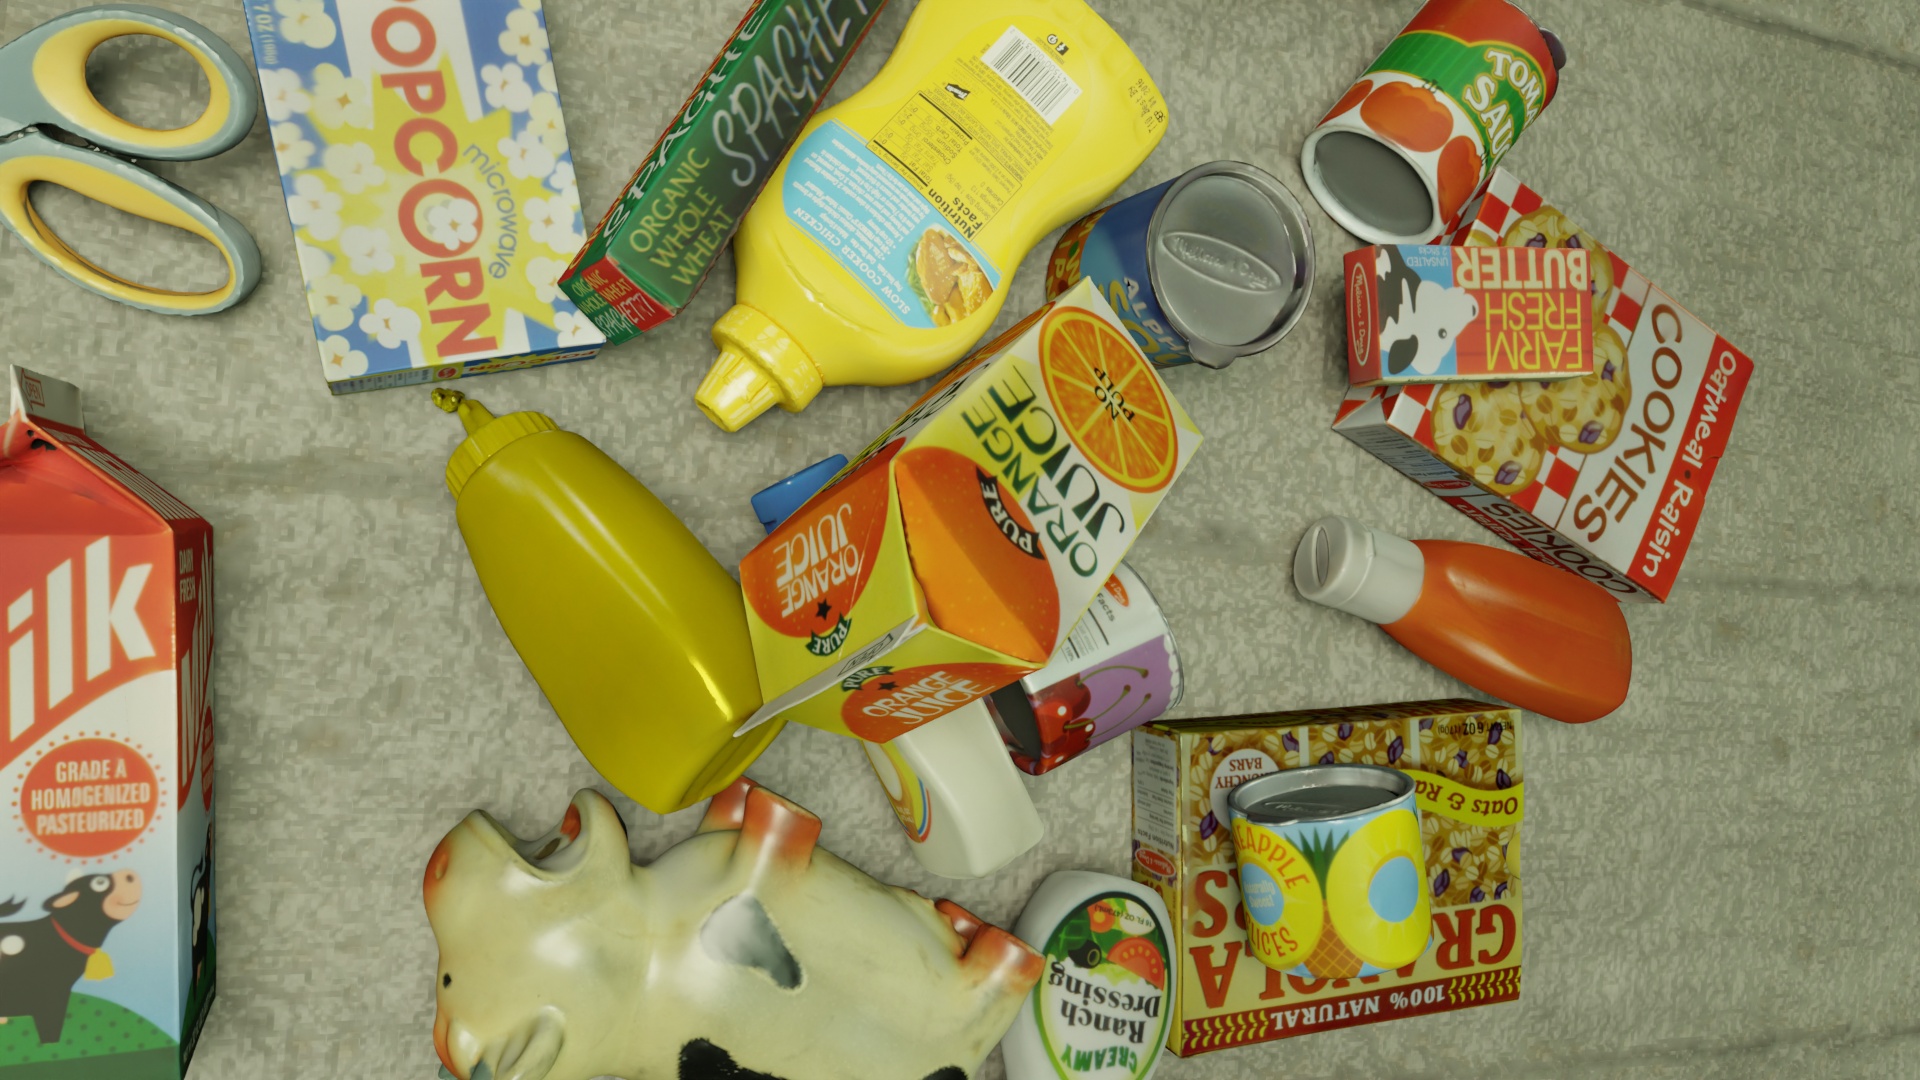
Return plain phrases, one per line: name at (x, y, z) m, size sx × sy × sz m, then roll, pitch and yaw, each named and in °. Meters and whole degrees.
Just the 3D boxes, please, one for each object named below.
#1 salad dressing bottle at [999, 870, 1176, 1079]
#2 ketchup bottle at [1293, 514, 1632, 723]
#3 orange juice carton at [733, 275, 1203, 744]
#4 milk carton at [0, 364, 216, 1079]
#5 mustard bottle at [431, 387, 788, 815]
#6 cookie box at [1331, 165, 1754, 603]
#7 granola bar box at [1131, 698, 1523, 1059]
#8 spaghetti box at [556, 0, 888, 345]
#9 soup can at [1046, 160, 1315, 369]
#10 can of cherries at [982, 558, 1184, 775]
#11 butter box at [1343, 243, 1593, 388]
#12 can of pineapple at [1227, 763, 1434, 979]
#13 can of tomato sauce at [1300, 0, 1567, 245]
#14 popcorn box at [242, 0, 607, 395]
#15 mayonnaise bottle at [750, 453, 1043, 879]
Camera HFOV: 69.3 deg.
salad dressing bottle at (0.039, 0.195, 0.492) m, size 0.064 × 0.043 × 0.148 m, roll 20°, pitch 65°, yaw -14°
ketchup bottle at (0.210, 0.028, 0.579) m, size 0.149 × 0.043 × 0.065 m, roll 19°, pitch 56°, yaw -20°
orange juice carton at (0.002, -0.005, 0.431) m, size 0.073 × 0.071 × 0.194 m, roll 53°, pitch 38°, yaw -9°
milk carton at (-0.251, 0.050, 0.384) m, size 0.073 × 0.072 × 0.190 m, roll 0°, pitch 91°, yaw -21°
mustard bottle at (-0.116, 0.007, 0.431) m, size 0.160 × 0.049 × 0.065 m, roll 50°, pitch 116°, yaw 16°
cookie box at (0.257, -0.063, 0.601) m, size 0.167 × 0.040 × 0.123 m, roll 29°, pitch 80°, yaw -19°
granola bar box at (0.151, 0.131, 0.562) m, size 0.166 × 0.039 × 0.124 m, roll -1°, pitch 91°, yaw -21°
spaghetti box at (-0.048, -0.172, 0.453) m, size 0.028 × 0.050 × 0.251 m, roll 38°, pitch 68°, yaw -26°
soup can at (0.076, -0.094, 0.506) m, size 0.071 × 0.083 × 0.071 m, roll 0°, pitch 91°, yaw -21°
can of cherries at (0.038, 0.046, 0.504) m, size 0.058 × 0.071 × 0.071 m, roll -24°, pitch 100°, yaw -19°
butter box at (0.200, -0.088, 0.545) m, size 0.104 × 0.024 × 0.053 m, roll -4°, pitch 91°, yaw -19°
can of pineapple at (0.131, 0.117, 0.497) m, size 0.071 × 0.071 × 0.058 m, roll -11°, pitch 94°, yaw -21°
can of tomato sauce at (0.189, -0.168, 0.558) m, size 0.071 × 0.071 × 0.083 m, roll 46°, pitch 76°, yaw -16°
popcorn box at (-0.166, -0.115, 0.434) m, size 0.085 × 0.038 × 0.126 m, roll -12°, pitch 95°, yaw -22°
mayonnaise bottle at (-0.024, 0.044, 0.481) m, size 0.041 × 0.064 × 0.148 m, roll -29°, pitch 97°, yaw -24°
